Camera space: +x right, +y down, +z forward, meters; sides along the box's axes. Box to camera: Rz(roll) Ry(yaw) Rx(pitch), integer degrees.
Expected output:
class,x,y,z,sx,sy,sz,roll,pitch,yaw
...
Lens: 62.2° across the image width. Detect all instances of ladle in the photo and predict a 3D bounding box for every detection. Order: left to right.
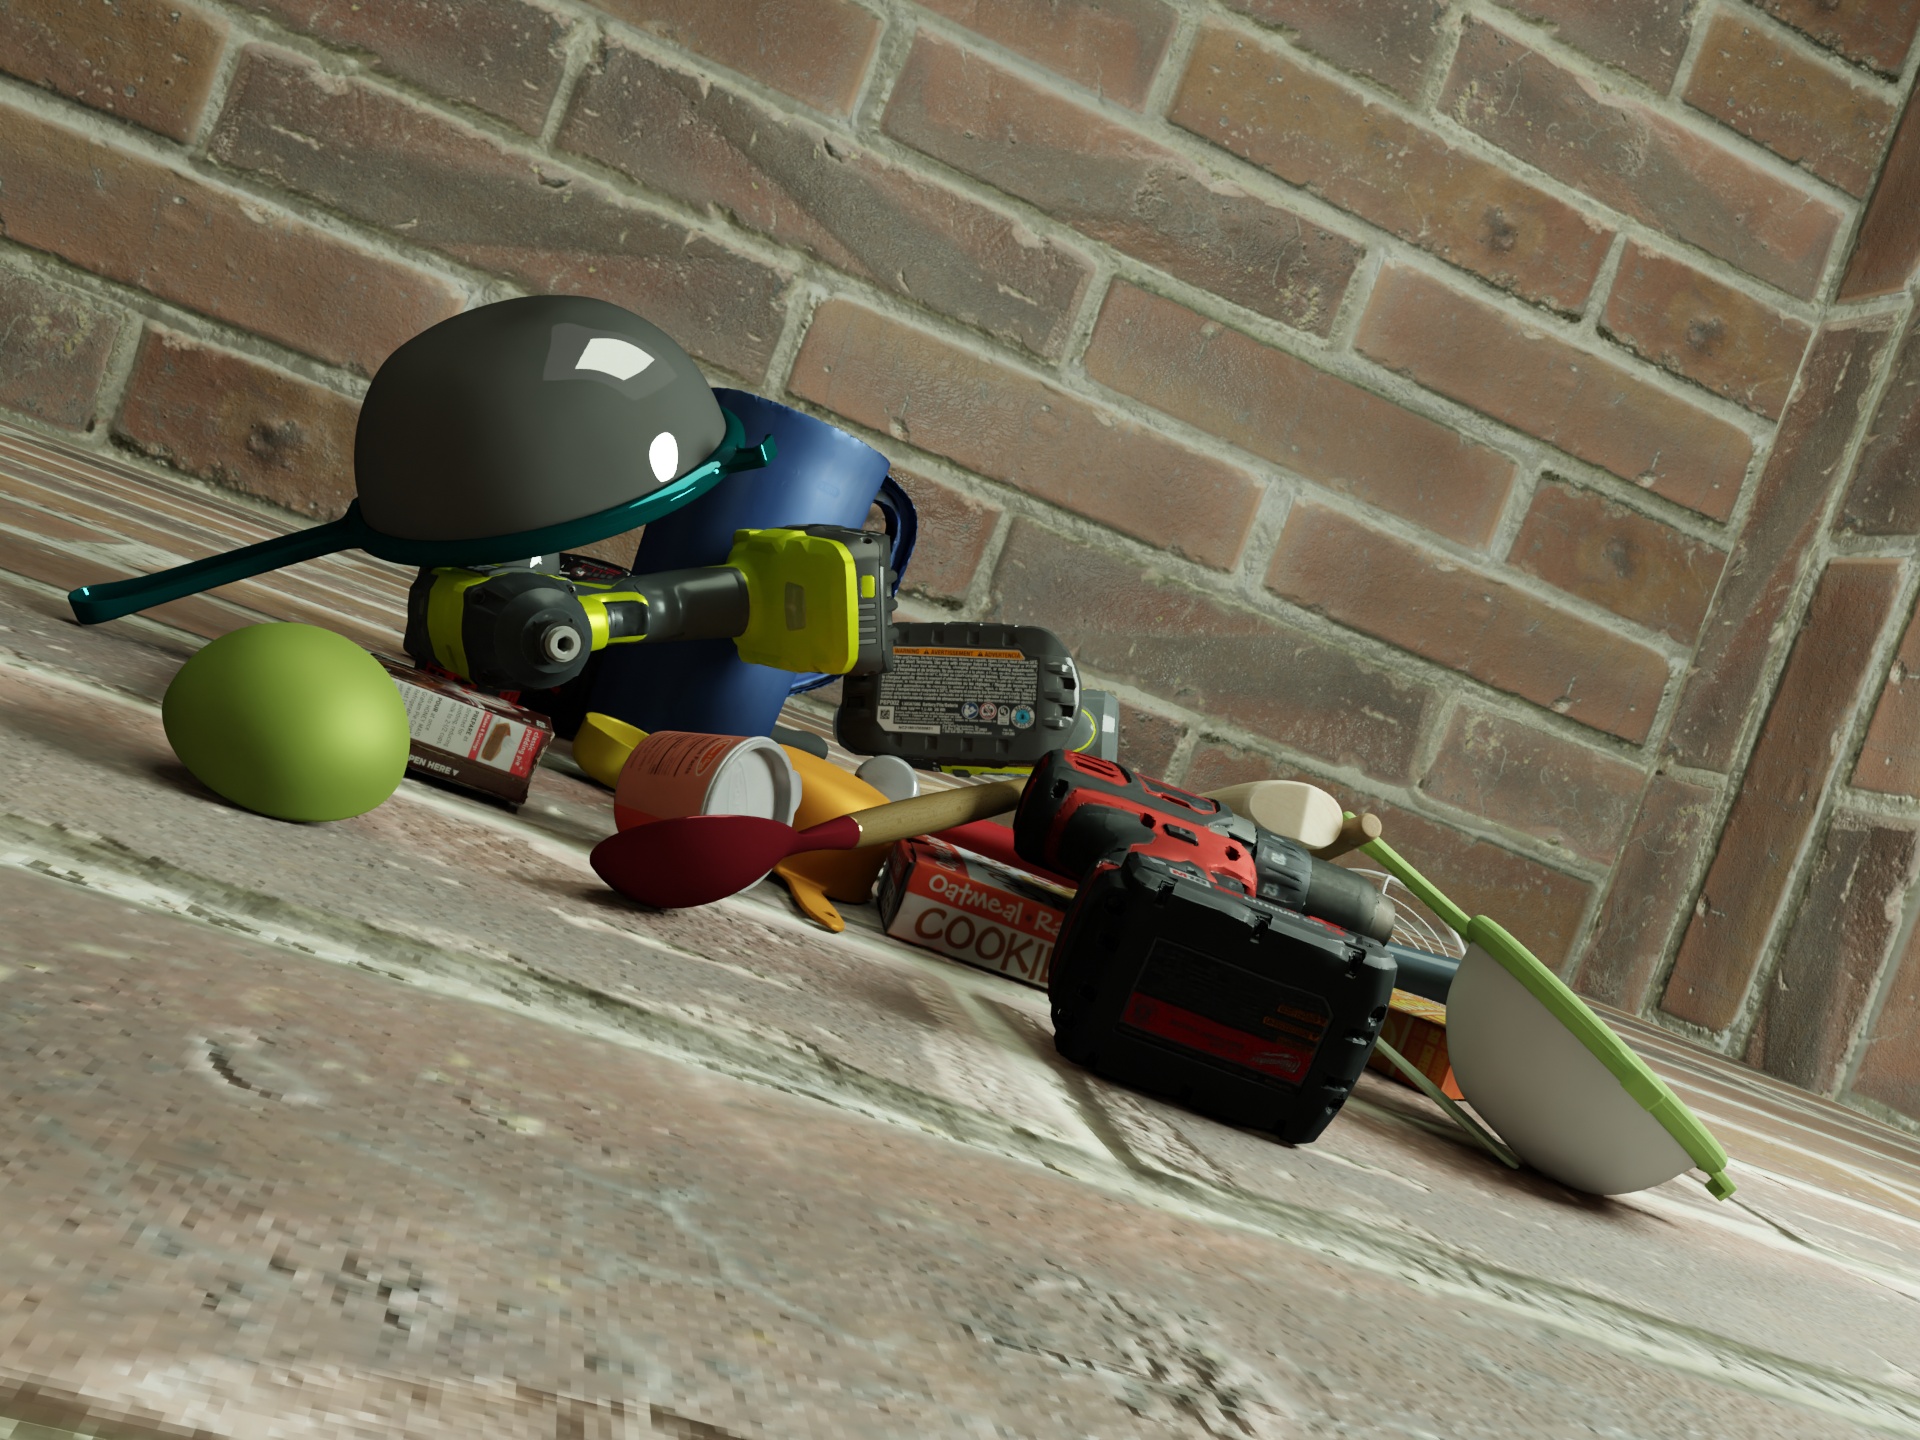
class,x,y,z,sx,sy,sz,roll,pitch,yaw
ladle,-0.280,-0.008,0.637,0.078,0.062,0.320,18,-5,-28
ladle,-0.036,0.044,0.684,0.069,0.031,0.315,-24,-8,29

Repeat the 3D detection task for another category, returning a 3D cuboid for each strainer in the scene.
class,x,y,z,sx,sy,sz,roll,pitch,yaw
strainer,-0.278,-0.142,0.798,0.340,0.095,0.211,-22,32,-23
strainer,0.247,0.138,0.773,0.151,0.069,0.257,41,6,-43

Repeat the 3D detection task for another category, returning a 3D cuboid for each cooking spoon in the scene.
class,x,y,z,sx,sy,sz,roll,pitch,yaw
cooking spoon,0.156,0.099,0.937,0.068,0.017,0.319,24,-24,-10

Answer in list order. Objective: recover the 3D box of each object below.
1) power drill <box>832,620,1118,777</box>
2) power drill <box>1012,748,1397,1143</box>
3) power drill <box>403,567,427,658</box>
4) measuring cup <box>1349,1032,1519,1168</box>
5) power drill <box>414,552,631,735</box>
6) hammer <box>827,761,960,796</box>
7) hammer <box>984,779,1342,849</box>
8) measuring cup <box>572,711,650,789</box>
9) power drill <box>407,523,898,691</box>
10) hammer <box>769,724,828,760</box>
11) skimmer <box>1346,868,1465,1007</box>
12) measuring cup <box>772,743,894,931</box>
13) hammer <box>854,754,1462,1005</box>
class,x,y,z,sx,sy,sz,roll,pitch,yaw
power drill,-0.002,-0.003,0.988,0.190,0.080,0.228,3,-7,8
power drill,0.117,0.088,0.682,0.188,0.080,0.227,20,13,-5
power drill,-0.318,-0.073,1.251,0.164,0.084,0.226,20,10,32
measuring cup,0.189,0.168,0.766,0.168,0.038,0.083,40,9,31
power drill,-0.256,-0.062,0.971,0.078,0.143,0.219,18,-2,4
hammer,0.006,0.064,1.182,0.331,0.031,0.130,11,-19,1
hammer,0.080,0.066,0.972,0.146,0.038,0.411,21,-14,-29
measuring cup,-0.158,0.042,0.844,0.062,0.029,0.157,24,10,-46
power drill,-0.151,-0.054,0.817,0.223,0.080,0.171,-8,12,-32
hammer,-0.234,-0.002,1.455,0.146,0.035,0.334,20,0,36
skimmer,0.279,0.162,1.196,0.127,0.090,0.363,53,-1,2
measuring cup,-0.065,0.055,0.755,0.095,0.052,0.174,27,2,-16
hammer,0.128,0.106,0.898,0.386,0.038,0.143,16,-16,9
